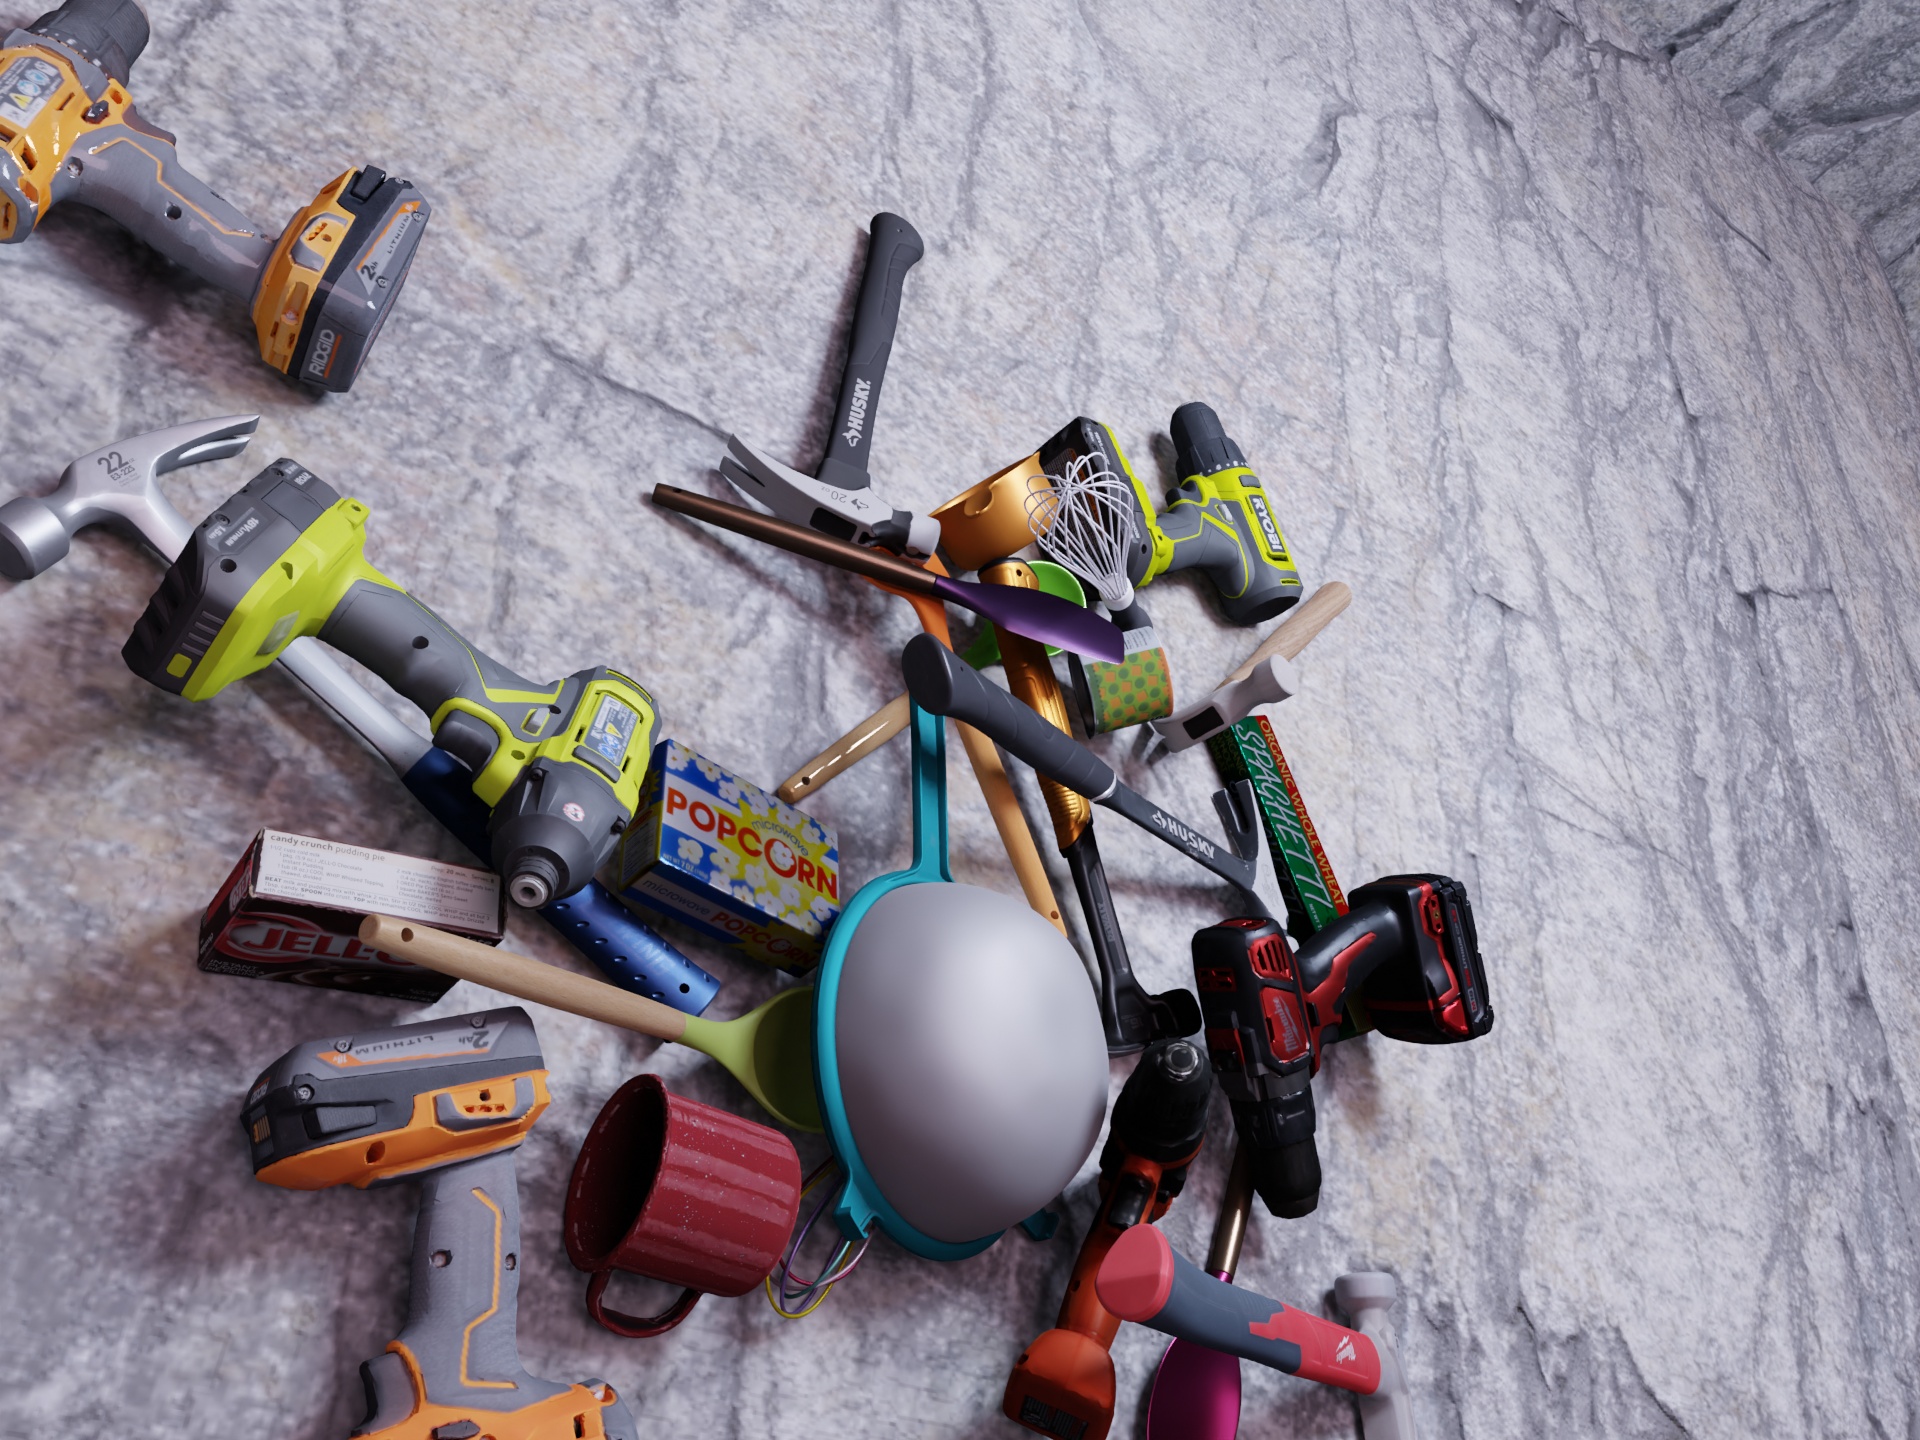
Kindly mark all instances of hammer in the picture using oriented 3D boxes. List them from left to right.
[{"bbox_3d":[-0.279,0.010,0.807,0.405,0.035,0.144,44,46,-9],"label":"hammer"},{"bbox_3d":[-0.072,-0.254,1.124,0.146,0.035,0.335,18,49,-14],"label":"hammer"},{"bbox_3d":[0.063,0.051,1.034,0.127,0.034,0.337,-3,72,-42],"label":"hammer"},{"bbox_3d":[0.101,0.044,1.012,0.408,0.036,0.149,33,41,-44],"label":"hammer"},{"bbox_3d":[0.240,-0.051,1.223,0.031,0.130,0.331,58,34,-2],"label":"hammer"},{"bbox_3d":[0.173,0.347,0.854,0.385,0.038,0.143,39,41,-50],"label":"hammer"}]

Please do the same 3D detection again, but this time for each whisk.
[{"bbox_3d":[-0.040,0.220,0.868,0.047,0.051,0.245,41,43,-4],"label":"whisk"},{"bbox_3d":[0.100,-0.098,1.068,0.284,0.070,0.070,49,25,-67],"label":"whisk"}]

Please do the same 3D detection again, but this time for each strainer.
[{"bbox_3d":[0.017,0.117,0.877,0.210,0.095,0.341,24,57,-51],"label":"strainer"}]

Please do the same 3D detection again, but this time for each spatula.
[{"bbox_3d":[-0.042,-0.096,1.014,0.316,0.018,0.060,17,37,-10],"label":"spatula"},{"bbox_3d":[-0.002,-0.003,1.006,0.081,0.041,0.323,-6,63,-32],"label":"spatula"}]

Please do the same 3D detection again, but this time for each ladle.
[{"bbox_3d":[-0.142,0.136,0.749,0.319,0.062,0.078,35,47,-51],"label":"ladle"}]

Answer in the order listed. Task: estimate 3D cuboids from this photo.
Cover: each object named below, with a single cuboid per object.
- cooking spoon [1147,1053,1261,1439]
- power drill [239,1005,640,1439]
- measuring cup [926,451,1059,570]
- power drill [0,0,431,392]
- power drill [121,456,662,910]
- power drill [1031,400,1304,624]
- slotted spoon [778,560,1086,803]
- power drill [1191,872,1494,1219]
[{"bbox_3d":[0.167,0.322,0.988,0.068,0.017,0.319,41,46,-18],"label":"cooking spoon"},{"bbox_3d":[-0.235,0.247,0.669,0.164,0.084,0.227,-4,71,-40],"label":"power drill"},{"bbox_3d":[0.025,-0.131,1.065,0.052,0.095,0.174,59,8,-12],"label":"measuring cup"},{"bbox_3d":[-0.411,-0.296,0.861,0.226,0.084,0.186,24,50,-20],"label":"power drill"},{"bbox_3d":[-0.250,-0.011,0.733,0.223,0.080,0.171,35,22,-16],"label":"power drill"},{"bbox_3d":[0.159,-0.171,1.242,0.228,0.080,0.191,-3,68,-43],"label":"power drill"},{"bbox_3d":[-0.014,-0.025,1.049,0.070,0.031,0.314,52,47,0],"label":"slotted spoon"},{"bbox_3d":[0.251,0.204,1.044,0.226,0.080,0.188,-12,90,-38],"label":"power drill"}]
